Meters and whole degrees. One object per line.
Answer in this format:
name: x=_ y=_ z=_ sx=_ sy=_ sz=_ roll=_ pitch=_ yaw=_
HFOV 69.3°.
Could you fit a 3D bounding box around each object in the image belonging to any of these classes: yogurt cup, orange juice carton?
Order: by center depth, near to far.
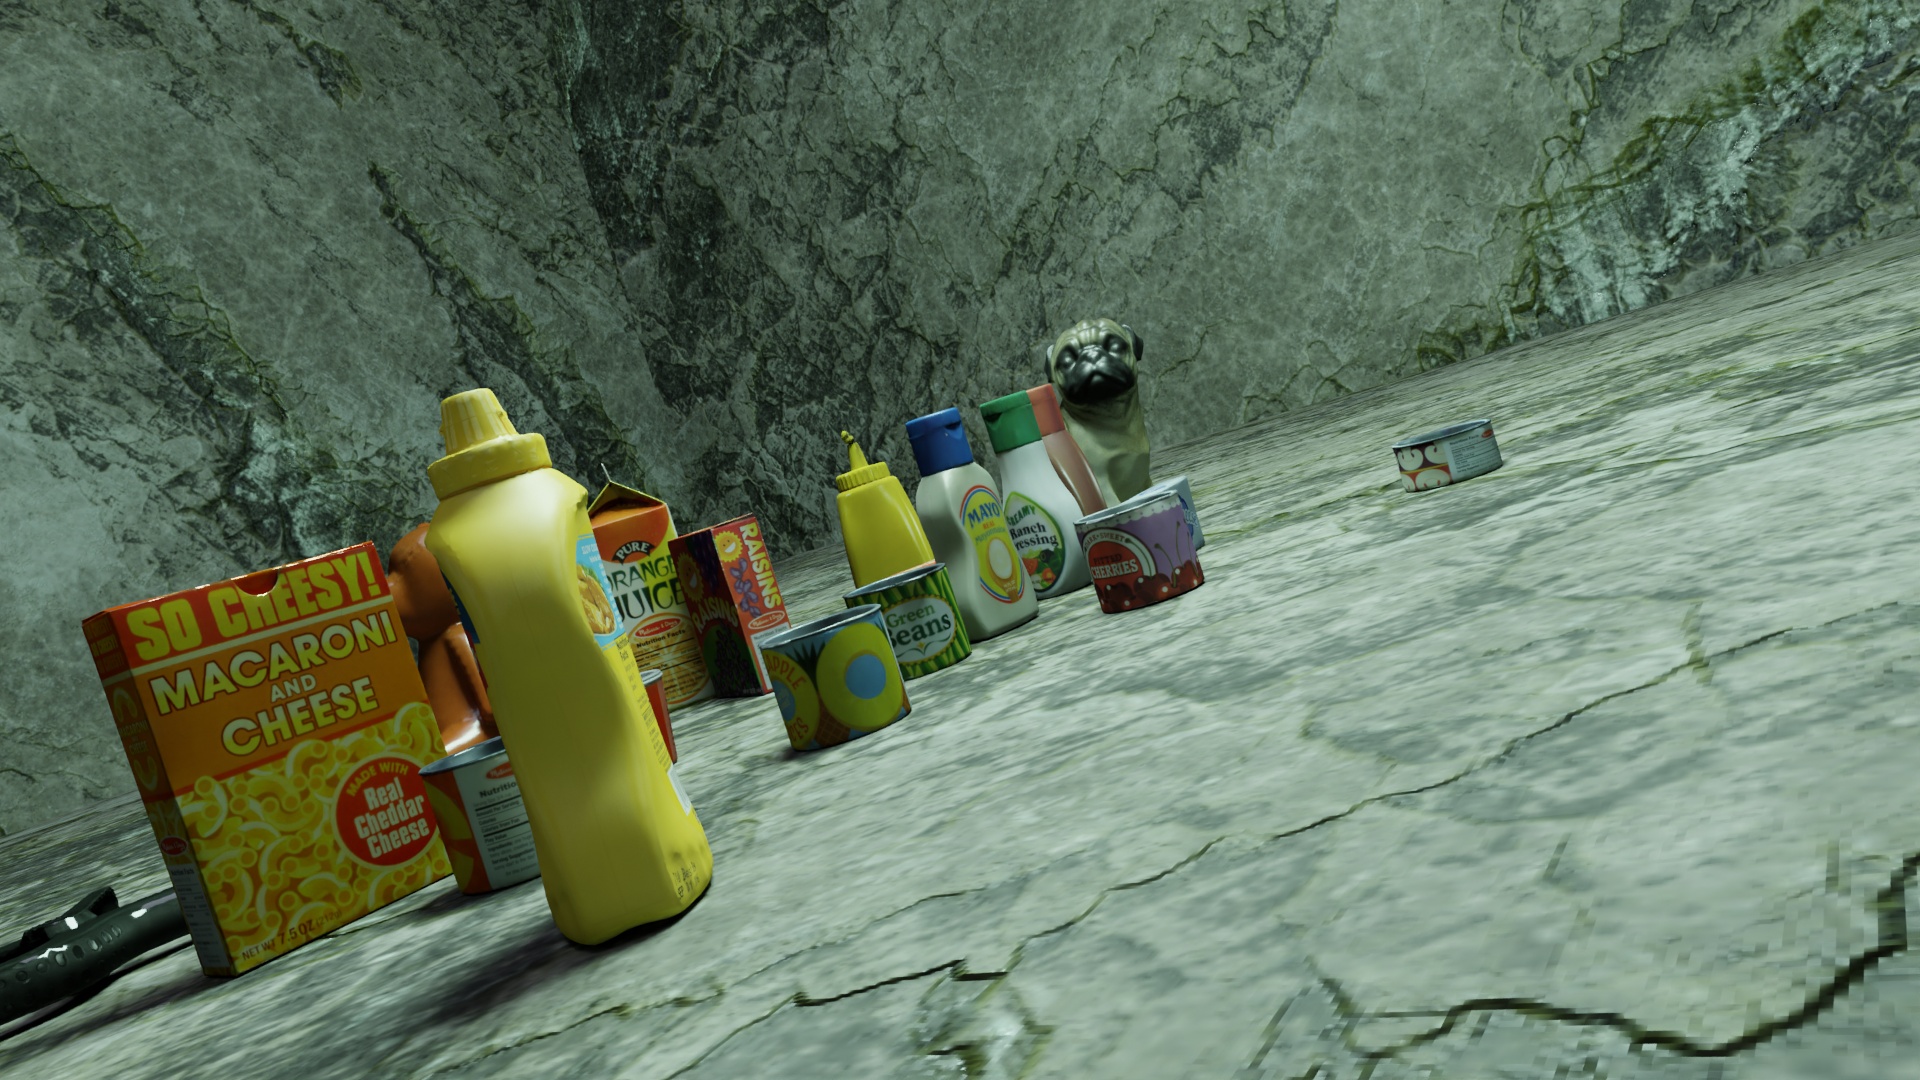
yogurt cup: x=-0.195 y=0.109 z=0.790 sx=0.072 sy=0.054 sz=0.072 roll=-18 pitch=3 yaw=1
orange juice carton: x=-0.242 y=0.034 z=1.062 sx=0.073 sy=0.192 sz=0.072 roll=-18 pitch=3 yaw=-12

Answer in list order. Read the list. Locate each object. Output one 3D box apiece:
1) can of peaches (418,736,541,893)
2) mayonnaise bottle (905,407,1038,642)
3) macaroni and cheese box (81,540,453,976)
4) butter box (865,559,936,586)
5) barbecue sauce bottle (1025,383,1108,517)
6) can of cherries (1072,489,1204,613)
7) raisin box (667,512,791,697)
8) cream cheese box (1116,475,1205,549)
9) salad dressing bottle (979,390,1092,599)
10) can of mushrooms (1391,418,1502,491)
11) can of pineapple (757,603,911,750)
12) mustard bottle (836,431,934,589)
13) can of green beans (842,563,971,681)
can of peaches: x=-0.202 y=0.119 z=0.628 sx=0.071 sy=0.058 sz=0.071 roll=-18 pitch=3 yaw=1
mayonnaise bottle: x=0.003 y=-0.011 z=0.906 sx=0.041 sy=0.148 sz=0.065 roll=-15 pitch=4 yaw=44
macaroni and cheese box: x=-0.308 y=0.095 z=0.643 sx=0.040 sy=0.166 sz=0.124 roll=-15 pitch=4 yaw=40
butter box: x=-0.015 y=0.040 z=0.979 sx=0.104 sy=0.053 sz=0.024 roll=-20 pitch=4 yaw=-36
barbecue sauce bottle: x=0.076 y=-0.045 z=1.073 sx=0.044 sy=0.148 sz=0.064 roll=-21 pitch=4 yaw=-43
can of cherries: x=0.106 y=0.007 z=0.836 sx=0.071 sy=0.058 sz=0.071 roll=-18 pitch=3 yaw=1
raisin box: x=-0.161 y=0.048 z=1.000 sx=0.040 sy=0.123 sz=0.086 roll=-20 pitch=4 yaw=-33
cream cheese box: x=0.141 y=-0.010 z=0.973 sx=0.024 sy=0.053 sz=0.104 roll=-16 pitch=4 yaw=28
salad dressing bottle: x=0.053 y=-0.033 z=1.004 sx=0.064 sy=0.147 sz=0.044 roll=-15 pitch=4 yaw=44
can of mushrooms: x=0.328 y=-0.058 z=0.942 sx=0.071 sy=0.033 sz=0.071 roll=-18 pitch=3 yaw=1
can of pineapple: x=-0.066 y=0.070 z=0.713 sx=0.071 sy=0.058 sz=0.071 roll=-18 pitch=3 yaw=1
mustard bottle: x=-0.058 y=-0.006 z=1.034 sx=0.065 sy=0.160 sz=0.049 roll=-18 pitch=3 yaw=1
can of green beans: x=-0.032 y=0.051 z=0.847 sx=0.071 sy=0.057 sz=0.071 roll=-18 pitch=3 yaw=1
